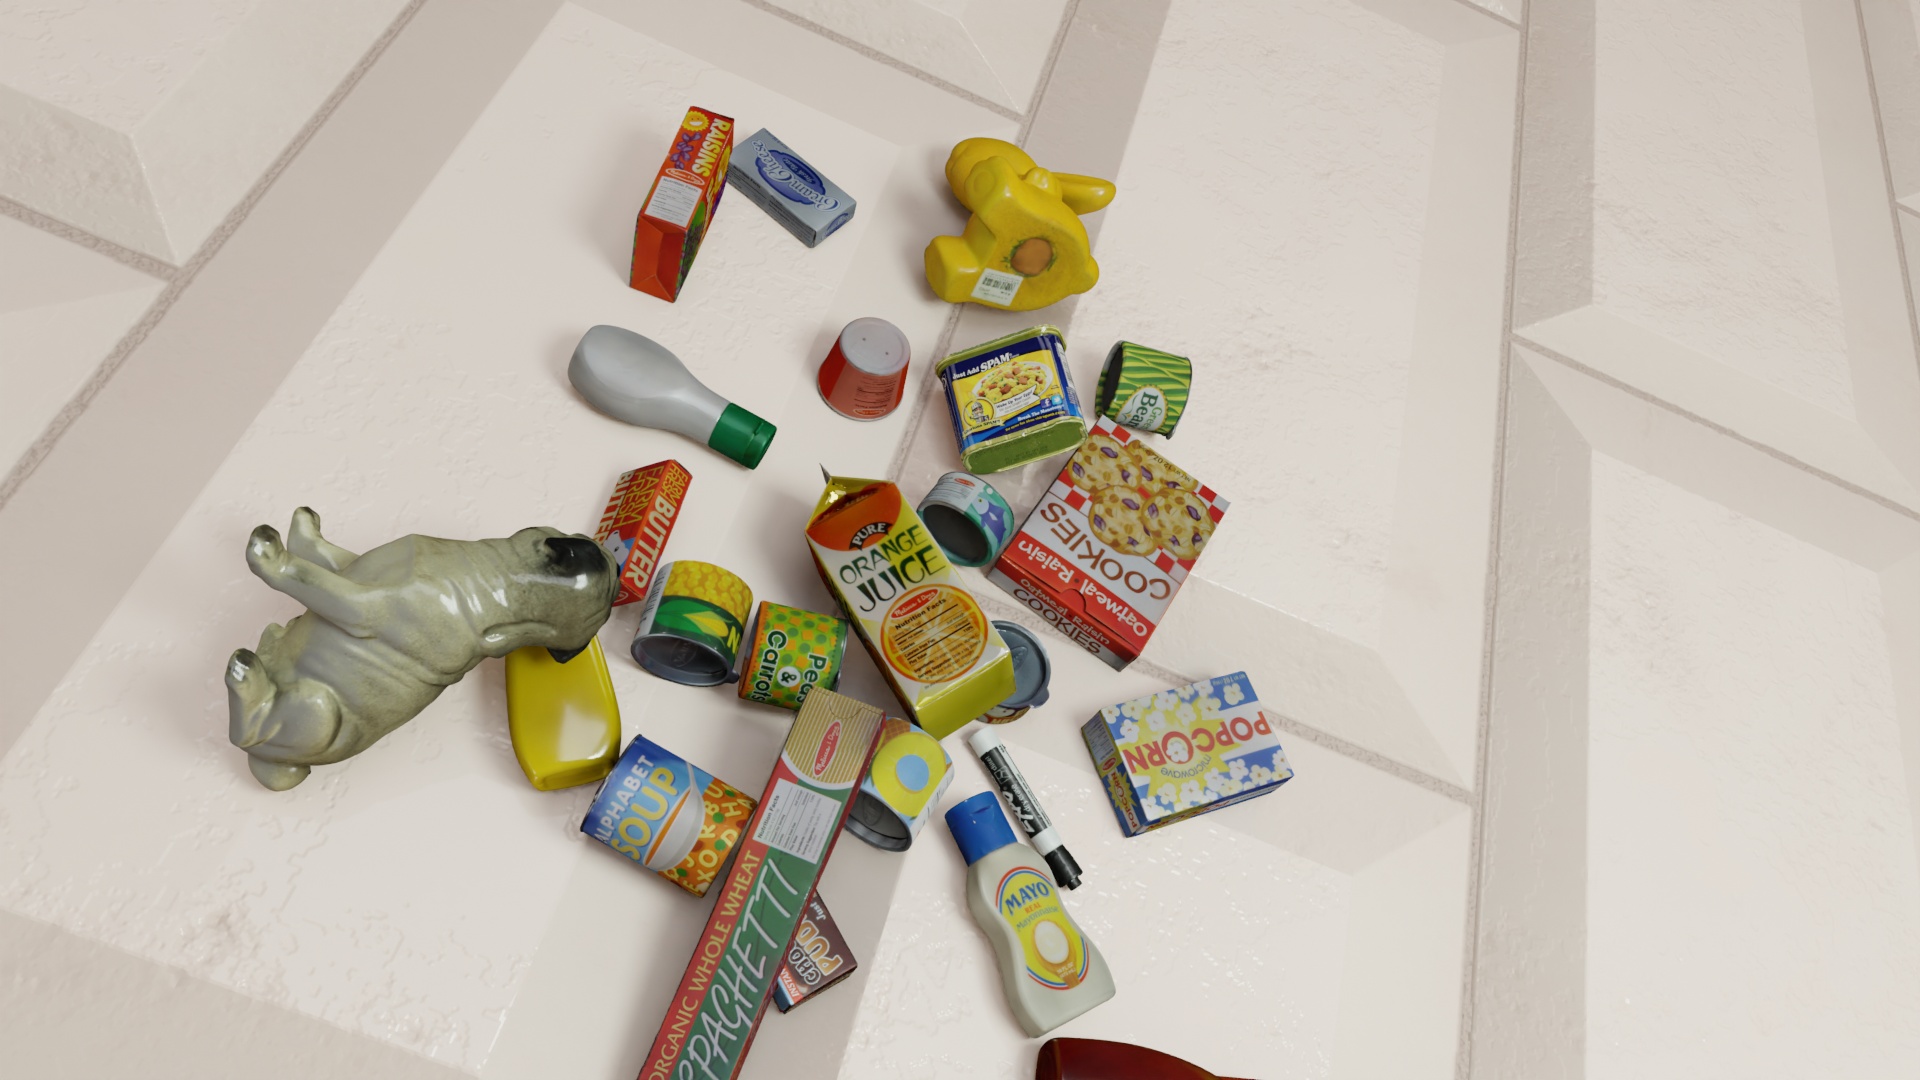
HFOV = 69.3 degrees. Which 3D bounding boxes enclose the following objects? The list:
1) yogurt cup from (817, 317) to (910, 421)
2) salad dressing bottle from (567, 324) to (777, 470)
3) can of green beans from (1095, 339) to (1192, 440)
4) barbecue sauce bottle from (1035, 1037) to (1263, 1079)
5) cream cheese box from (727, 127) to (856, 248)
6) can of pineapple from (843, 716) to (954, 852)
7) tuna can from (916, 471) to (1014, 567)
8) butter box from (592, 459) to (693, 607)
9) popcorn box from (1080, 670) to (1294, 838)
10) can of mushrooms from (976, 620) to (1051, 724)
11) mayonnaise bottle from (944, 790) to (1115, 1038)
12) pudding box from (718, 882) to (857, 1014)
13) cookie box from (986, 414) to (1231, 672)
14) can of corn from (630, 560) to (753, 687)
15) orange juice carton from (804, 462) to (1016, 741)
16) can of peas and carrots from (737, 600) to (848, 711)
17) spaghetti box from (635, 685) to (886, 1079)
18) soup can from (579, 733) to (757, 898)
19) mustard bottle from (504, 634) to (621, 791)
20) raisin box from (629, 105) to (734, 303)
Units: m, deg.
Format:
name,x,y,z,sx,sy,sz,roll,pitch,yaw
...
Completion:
name,x,y,z,sx,sy,sz,roll,pitch,yaw
yogurt cup,-0.070,-0.132,1.050,0.072,0.053,0.073,8,59,-14
salad dressing bottle,-0.204,-0.100,0.991,0.148,0.043,0.064,28,54,-3
can of green beans,0.146,-0.122,1.113,0.058,0.071,0.071,14,57,-11
barbecue sauce bottle,0.121,0.341,0.842,0.149,0.043,0.065,11,58,-14
cream cheese box,-0.141,-0.288,1.136,0.104,0.024,0.053,39,57,6
can of pineapple,-0.046,0.153,0.881,0.071,0.070,0.058,34,55,2
tuna can,0.004,-0.013,1.000,0.071,0.070,0.033,36,57,4
butter box,-0.218,-0.005,0.922,0.024,0.053,0.104,45,46,-38
popcorn box,0.160,0.148,0.973,0.127,0.038,0.085,-11,65,-25
can of mushrooms,0.028,0.094,0.963,0.071,0.033,0.071,9,57,-15
mayonnaise bottle,0.037,0.232,0.878,0.065,0.041,0.148,-19,69,-26
pudding box,-0.104,0.234,0.834,0.050,0.030,0.084,-23,70,-28
cookie box,0.114,-0.001,1.045,0.123,0.040,0.168,35,56,3
can of corn,-0.170,0.054,0.897,0.071,0.070,0.058,18,56,-9
orange juice carton,-0.044,0.033,0.929,0.073,0.071,0.193,-30,63,-10
can of peas and carrots,-0.109,0.078,0.902,0.059,0.070,0.071,14,57,-10
spaghetti box,-0.113,0.207,0.804,0.050,0.028,0.251,20,71,9
soup can,-0.173,0.164,0.827,0.084,0.071,0.072,30,55,-1
mustard bottle,-0.253,0.073,0.866,0.065,0.048,0.161,-9,63,-17
raisin box,-0.210,-0.256,1.055,0.040,0.085,0.124,18,56,-7
